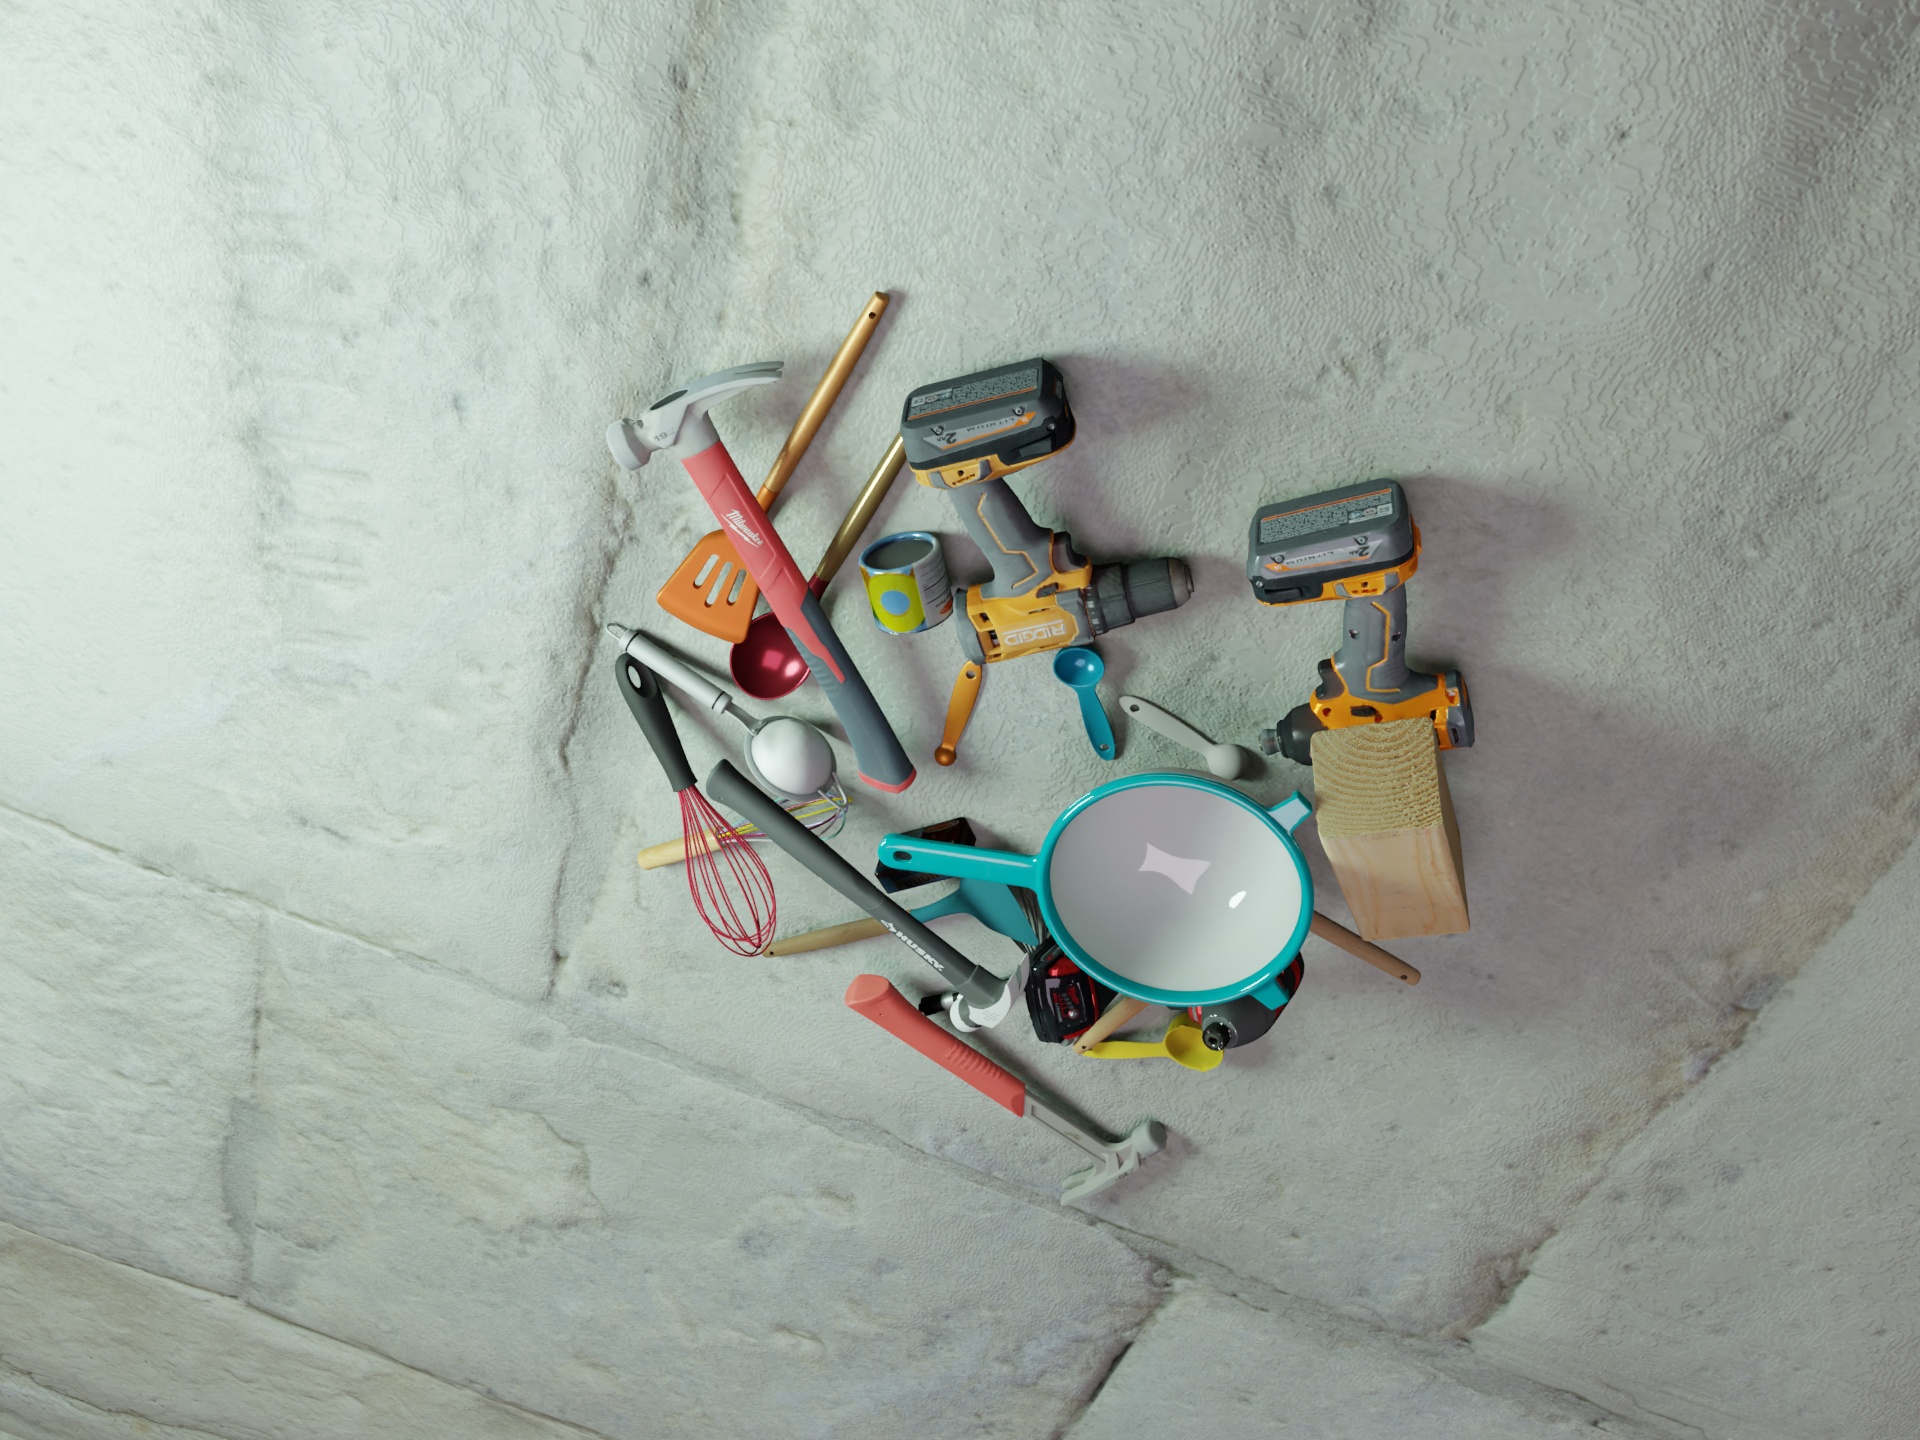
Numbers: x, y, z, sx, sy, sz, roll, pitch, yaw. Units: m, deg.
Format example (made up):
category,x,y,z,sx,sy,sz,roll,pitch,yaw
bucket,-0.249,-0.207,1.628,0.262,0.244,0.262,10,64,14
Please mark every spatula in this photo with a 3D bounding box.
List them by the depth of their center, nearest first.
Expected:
category,x,y,z,sx,sy,sz,roll,pitch,yaw
spatula,-0.136,-0.194,1.228,0.081,0.041,0.322,27,126,-13
spatula,-0.068,0.192,1.469,0.317,0.044,0.082,-17,112,32

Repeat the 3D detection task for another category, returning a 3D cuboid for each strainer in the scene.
category,x,y,z,sx,sy,sz,roll,pitch,yaw
strainer,0.109,0.106,1.260,0.340,0.095,0.210,7,119,13
strainer,-0.197,-0.011,1.359,0.258,0.087,0.050,34,134,2

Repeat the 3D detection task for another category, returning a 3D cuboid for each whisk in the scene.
category,x,y,z,sx,sy,sz,roll,pitch,yaw
whisk,-0.235,0.076,1.402,0.073,0.073,0.295,-18,101,25
whisk,-0.199,0.103,1.459,0.245,0.047,0.051,-18,107,29
whisk,0.075,0.220,1.474,0.055,0.055,0.238,-5,128,17

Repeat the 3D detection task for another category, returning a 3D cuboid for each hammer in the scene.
category,x,y,z,sx,sy,sz,roll,pitch,yaw
hammer,-0.118,-0.097,1.260,0.143,0.038,0.386,-21,122,14
hammer,-0.083,0.147,1.376,0.334,0.035,0.146,40,149,-4
hammer,0.028,0.362,1.573,0.358,0.037,0.149,37,125,-19

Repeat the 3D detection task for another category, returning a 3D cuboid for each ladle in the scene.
category,x,y,z,sx,sy,sz,roll,pitch,yaw
ladle,-0.099,-0.135,1.271,0.069,0.031,0.315,27,125,-13

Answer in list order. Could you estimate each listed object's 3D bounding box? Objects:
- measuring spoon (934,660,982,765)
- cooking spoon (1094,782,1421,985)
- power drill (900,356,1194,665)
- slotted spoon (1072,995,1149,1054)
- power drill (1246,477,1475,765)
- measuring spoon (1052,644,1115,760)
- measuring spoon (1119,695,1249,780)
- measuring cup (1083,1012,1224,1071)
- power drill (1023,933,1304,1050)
category,x,y,z,sx,sy,sz,roll,pitch,yaw
measuring spoon,-0.002,-0.004,1.349,0.021,0.011,0.116,18,127,0
cooking spoon,0.244,0.139,1.312,0.319,0.017,0.068,29,127,-6
power drill,0.066,-0.151,1.187,0.185,0.084,0.226,-11,126,13
slotted spoon,0.201,0.226,1.452,0.070,0.031,0.313,36,126,-10
power drill,0.285,-0.057,1.200,0.164,0.084,0.226,-12,125,21
measuring spoon,0.109,-0.018,1.314,0.042,0.021,0.128,-7,132,17
measuring spoon,0.183,0.016,1.314,0.124,0.018,0.034,30,127,-7
measuring cup,0.182,0.306,1.525,0.156,0.029,0.062,-9,121,33
power drill,0.171,0.231,1.368,0.220,0.143,0.078,0,111,33
